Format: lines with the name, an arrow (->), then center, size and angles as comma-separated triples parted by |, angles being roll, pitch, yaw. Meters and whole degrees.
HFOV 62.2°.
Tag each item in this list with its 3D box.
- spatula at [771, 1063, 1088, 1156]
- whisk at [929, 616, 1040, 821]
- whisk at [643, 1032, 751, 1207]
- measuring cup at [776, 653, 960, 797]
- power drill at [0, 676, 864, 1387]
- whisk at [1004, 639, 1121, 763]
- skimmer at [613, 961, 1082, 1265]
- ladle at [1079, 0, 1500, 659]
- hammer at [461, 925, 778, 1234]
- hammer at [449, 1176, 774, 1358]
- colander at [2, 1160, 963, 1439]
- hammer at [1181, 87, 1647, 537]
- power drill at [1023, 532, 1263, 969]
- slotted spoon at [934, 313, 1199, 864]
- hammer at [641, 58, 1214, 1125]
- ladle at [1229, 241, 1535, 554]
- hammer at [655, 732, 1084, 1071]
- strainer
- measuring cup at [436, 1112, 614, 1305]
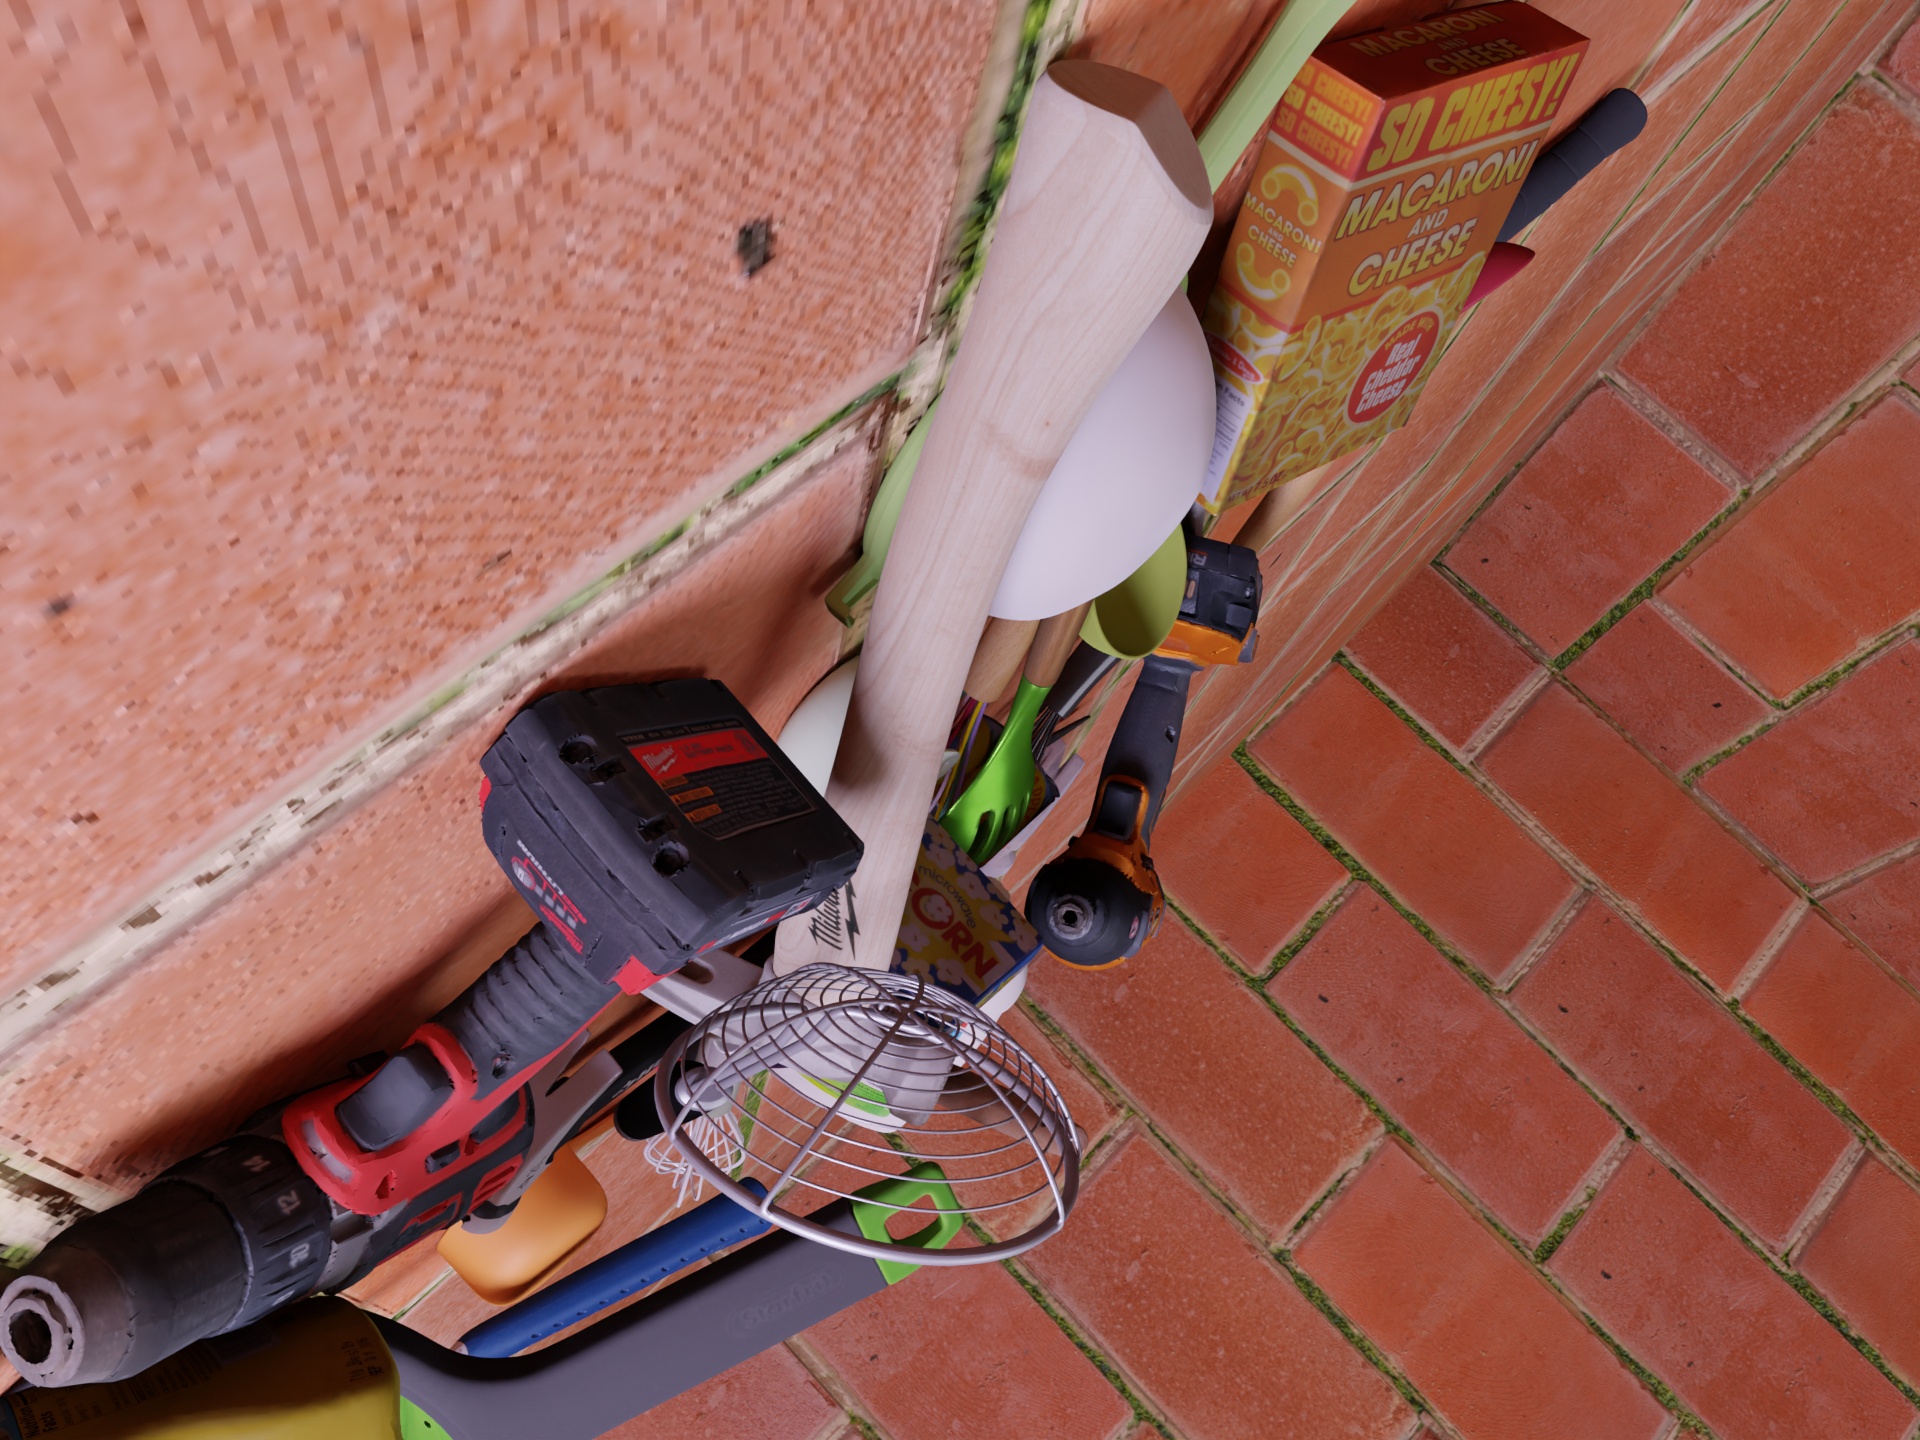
spatula -> -0.033, 0.154, 0.716 | 0.060, 0.018, 0.316 | -42, -162, -22
whisk -> -0.002, -0.004, 0.765 | 0.047, 0.051, 0.244 | -86, -159, -48
whisk -> -0.130, 0.197, 0.821 | 0.246, 0.058, 0.059 | 113, -11, -56
measuring cup -> -0.032, 0.007, 0.678 | 0.083, 0.038, 0.167 | -47, 169, 5
power drill -> -0.151, 0.094, 0.467 | 0.226, 0.080, 0.188 | -45, 170, 16
whisk -> 0.057, -0.007, 0.946 | 0.239, 0.055, 0.055 | -50, 169, 4
skimmer -> -0.079, 0.156, 0.578 | 0.127, 0.090, 0.363 | 9, 158, -22
ladle -> 0.130, -0.151, 0.660 | 0.078, 0.062, 0.320 | -21, 153, -46
hammer -> -0.120, 0.140, 0.850 | 0.335, 0.035, 0.146 | -33, 164, -49
hammer -> -0.261, 0.327, 0.806 | 0.405, 0.035, 0.144 | -17, 151, -43
colander -> -0.189, 0.252, 0.599 | 0.397, 0.204, 0.094 | -25, -162, -8
hammer -> 0.250, -0.233, 0.856 | 0.409, 0.036, 0.149 | -41, 169, -24
power drill -> 0.090, 0.018, 0.819 | 0.164, 0.084, 0.226 | 12, 93, -77
slotted spoon -> 0.041, -0.037, 0.689 | 0.070, 0.031, 0.313 | -24, 147, -41
hammer -> -0.026, -0.012, 0.512 | 0.038, 0.146, 0.410 | -61, 174, -47
ladle -> 0.186, -0.139, 0.797 | 0.069, 0.031, 0.315 | -38, 171, -24
hammer -> -0.052, 0.132, 1.070 | 0.386, 0.038, 0.143 | -34, 163, -46
strainer -> 0.067, -0.116, 0.506 | 0.151, 0.069, 0.256 | -33, 165, -48
measuring cup -> -0.216, 0.269, 0.918 | 0.173, 0.052, 0.095 | -29, 160, -50
